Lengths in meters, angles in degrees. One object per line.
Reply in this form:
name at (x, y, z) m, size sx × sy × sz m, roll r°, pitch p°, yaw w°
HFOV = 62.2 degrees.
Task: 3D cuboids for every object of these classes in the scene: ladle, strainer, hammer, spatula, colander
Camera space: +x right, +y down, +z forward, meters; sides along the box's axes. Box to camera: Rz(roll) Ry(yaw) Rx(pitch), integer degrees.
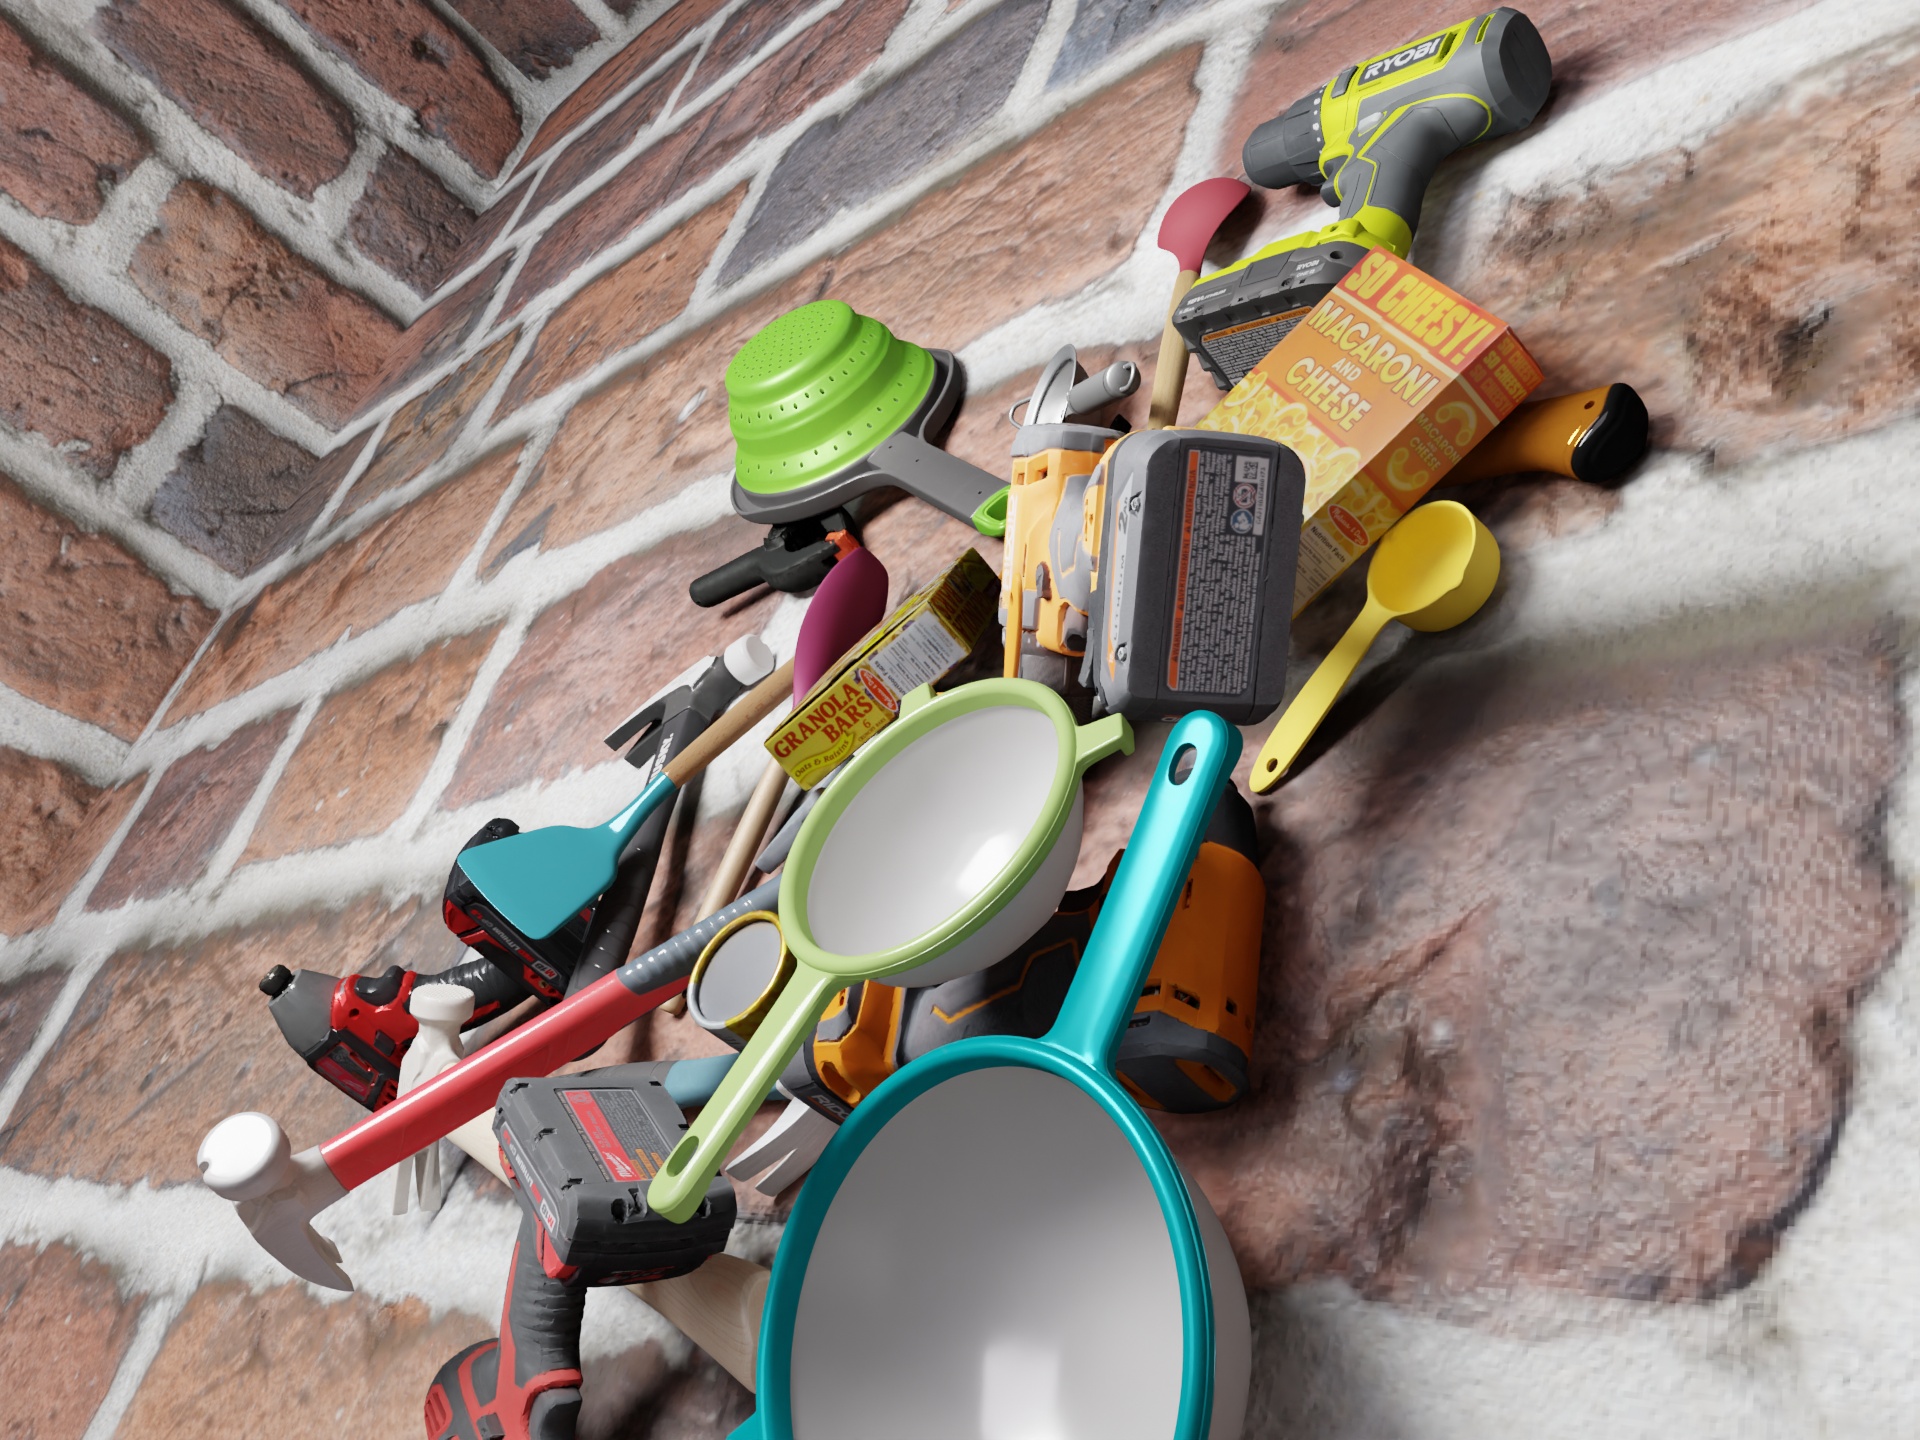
ladle at (0.135, -0.251, 0.962) m, size 0.069 × 0.031 × 0.316 m, roll -23°, pitch 35°, yaw 33°
strainer at (-0.027, 0.100, 0.645) m, size 0.151 × 0.069 × 0.256 m, roll 10°, pitch 60°, yaw 54°
hammer at (-0.215, 0.267, 0.864) m, size 0.411 × 0.038 × 0.146 m, roll 12°, pitch 96°, yaw 49°
hammer at (-0.178, 0.155, 0.826) m, size 0.386 × 0.143 × 0.038 m, roll -30°, pitch 54°, yaw -19°
strainer at (0.052, 0.167, 0.573) m, size 0.211 × 0.095 × 0.340 m, roll 15°, pitch 80°, yaw 51°
hammer at (-0.166, 0.205, 0.896) m, size 0.331 × 0.033 × 0.128 m, roll -18°, pitch 43°, yaw 41°
spatula at (-0.167, 0.017, 1.012) m, size 0.082 × 0.044 × 0.317 m, roll 39°, pitch 69°, yaw 24°
colander at (-0.070, -0.219, 1.129) m, size 0.204 × 0.094 × 0.397 m, roll -40°, pitch 35°, yaw -9°
hammer at (-0.213, 0.082, 1.051) m, size 0.146 × 0.035 × 0.335 m, roll -30°, pitch 31°, yaw 29°
hammer at (0.181, -0.126, 0.807) m, size 0.337 × 0.034 × 0.127 m, roll -4°, pitch 55°, yaw 49°
strainer at (0.073, -0.187, 0.938) m, size 0.258 × 0.050 × 0.087 m, roll -144°, pitch 70°, yaw -81°

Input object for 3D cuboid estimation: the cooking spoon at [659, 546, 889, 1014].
cooking spoon at (-0.115, 0.034, 0.998) m, size 0.017 × 0.068 × 0.319 m, roll 12°, pitch 71°, yaw 36°

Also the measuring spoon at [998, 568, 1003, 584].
measuring spoon at (0.061, -0.129, 0.979) m, size 0.117 × 0.011 × 0.021 m, roll -48°, pitch 32°, yaw 4°

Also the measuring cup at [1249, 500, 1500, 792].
measuring cup at (0.185, -0.027, 0.717) m, size 0.156 × 0.029 × 0.062 m, roll -56°, pitch 30°, yaw 13°

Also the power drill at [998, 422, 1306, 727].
power drill at (0.070, -0.047, 0.736) m, size 0.226 × 0.084 × 0.185 m, roll -152°, pitch 66°, yaw -73°

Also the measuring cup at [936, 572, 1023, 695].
measuring cup at (-0.001, -0.003, 0.789) m, size 0.095 × 0.052 × 0.173 m, roll -103°, pitch 14°, yaw -46°

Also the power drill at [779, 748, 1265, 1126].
power drill at (0.033, 0.100, 0.717) m, size 0.226 × 0.084 × 0.164 m, roll -17°, pitch 44°, yaw 35°

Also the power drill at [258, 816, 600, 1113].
power drill at (-0.354, 0.170, 1.062) m, size 0.219 × 0.143 × 0.079 m, roll -37°, pitch 23°, yaw 17°

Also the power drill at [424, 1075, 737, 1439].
power drill at (-0.175, 0.296, 0.720) m, size 0.188 × 0.080 × 0.226 m, roll 36°, pitch 112°, yaw 51°

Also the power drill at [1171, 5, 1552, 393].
power drill at (0.210, -0.288, 0.901) m, size 0.191 × 0.080 × 0.229 m, roll -2°, pitch 53°, yaw 50°
